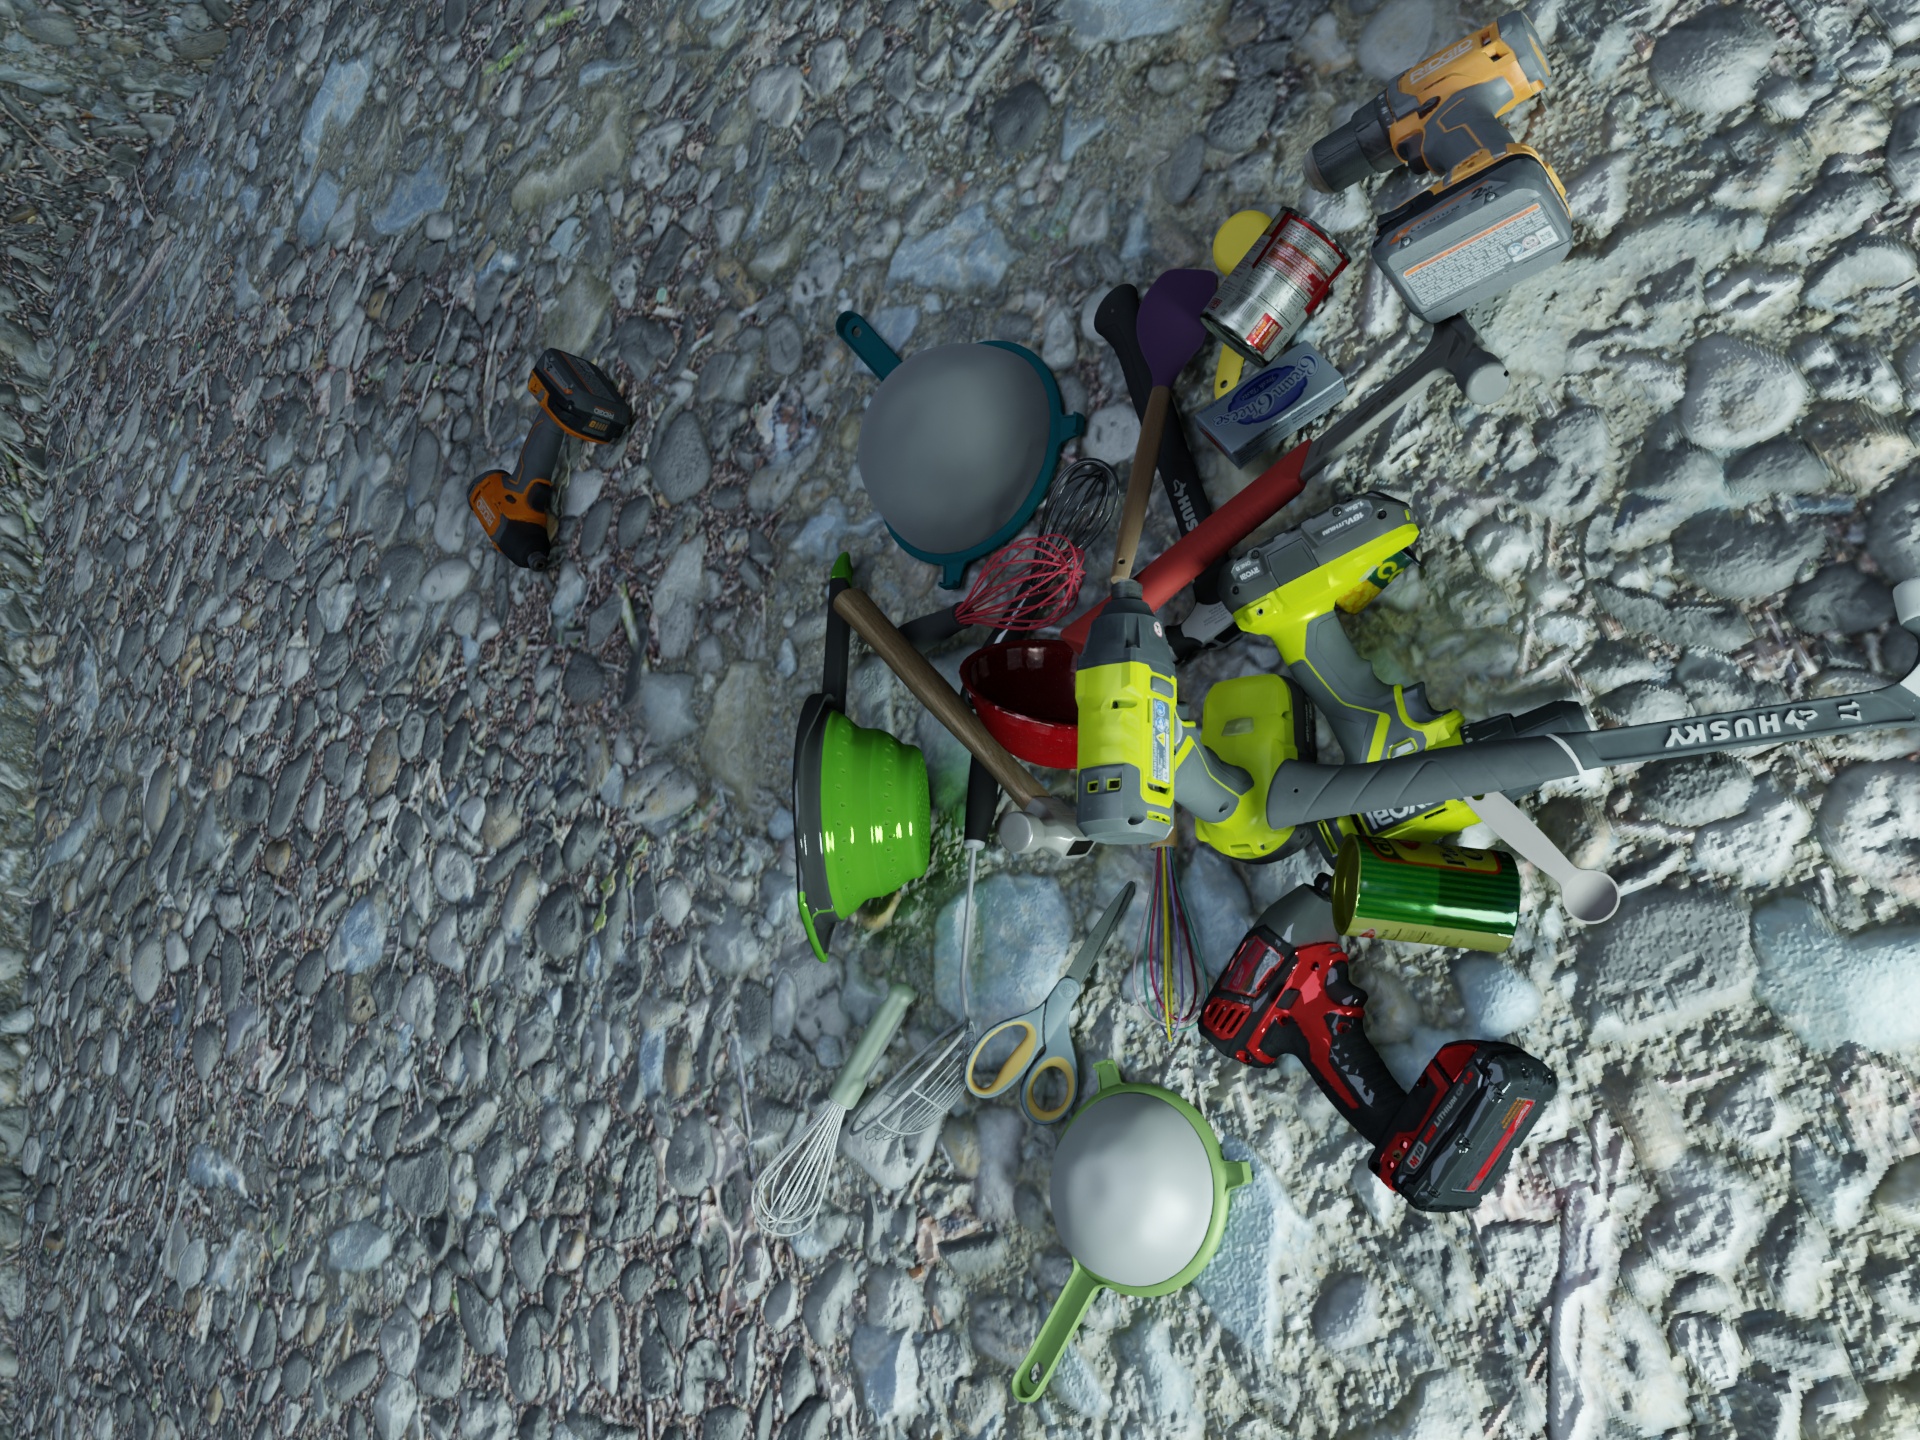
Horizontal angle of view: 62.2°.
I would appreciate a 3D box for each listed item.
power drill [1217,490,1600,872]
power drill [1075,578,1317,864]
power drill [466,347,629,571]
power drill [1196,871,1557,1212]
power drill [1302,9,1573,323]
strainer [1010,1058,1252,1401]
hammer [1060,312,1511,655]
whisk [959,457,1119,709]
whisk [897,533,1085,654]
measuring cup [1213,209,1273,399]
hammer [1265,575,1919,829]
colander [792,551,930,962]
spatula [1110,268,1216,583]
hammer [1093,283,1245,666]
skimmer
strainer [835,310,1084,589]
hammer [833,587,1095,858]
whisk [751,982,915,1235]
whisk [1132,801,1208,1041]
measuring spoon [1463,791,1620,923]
[{"bbox_3d":[0.290,-0.033,1.053,0.190,0.080,0.228,-28,85,23],"label":"power drill"},{"bbox_3d":[0.159,0.009,1.089,0.080,0.223,0.171,-9,72,38],"label":"power drill"},{"bbox_3d":[-0.466,-0.284,1.794,0.226,0.084,0.164,-55,51,20],"label":"power drill"},{"bbox_3d":[0.267,0.205,1.045,0.220,0.078,0.143,38,102,43],"label":"power drill"},{"bbox_3d":[0.331,-0.386,1.127,0.185,0.084,0.226,-23,44,33],"label":"power drill"},{"bbox_3d":[0.088,0.382,1.145,0.152,0.069,0.256,32,97,41],"label":"strainer"},{"bbox_3d":[0.218,-0.167,1.153,0.359,0.036,0.149,-39,33,17],"label":"hammer"},{"bbox_3d":[0.060,-0.111,1.326,0.055,0.055,0.239,42,109,39],"label":"whisk"},{"bbox_3d":[0.012,-0.091,1.306,0.296,0.073,0.073,-20,64,59],"label":"whisk"},{"bbox_3d":[0.218,-0.331,1.265,0.062,0.029,0.156,7,82,41],"label":"measuring cup"},{"bbox_3d":[0.386,0.022,0.958,0.409,0.036,0.149,-11,74,21],"label":"hammer"},{"bbox_3d":[-0.075,0.010,1.371,0.094,0.204,0.398,-3,55,5],"label":"colander"},{"bbox_3d":[0.149,-0.236,1.235,0.060,0.018,0.316,6,61,16],"label":"spatula"},{"bbox_3d":[0.173,-0.215,1.268,0.146,0.035,0.335,-31,59,31],"label":"hammer"},{"bbox_3d":[-0.023,0.156,1.289,0.127,0.090,0.363,133,145,-72],"label":"skimmer"},{"bbox_3d":[-0.051,-0.291,1.436,0.211,0.095,0.341,-50,53,18],"label":"strainer"},{"bbox_3d":[-0.002,-0.004,1.280,0.332,0.130,0.031,47,115,34],"label":"hammer"},{"bbox_3d":[-0.104,0.328,1.343,0.059,0.058,0.246,30,96,6],"label":"whisk"},{"bbox_3d":[0.154,0.115,1.186,0.051,0.047,0.245,-16,65,37],"label":"whisk"},{"bbox_3d":[0.363,0.079,1.005,0.124,0.018,0.034,44,103,9],"label":"measuring spoon"}]
